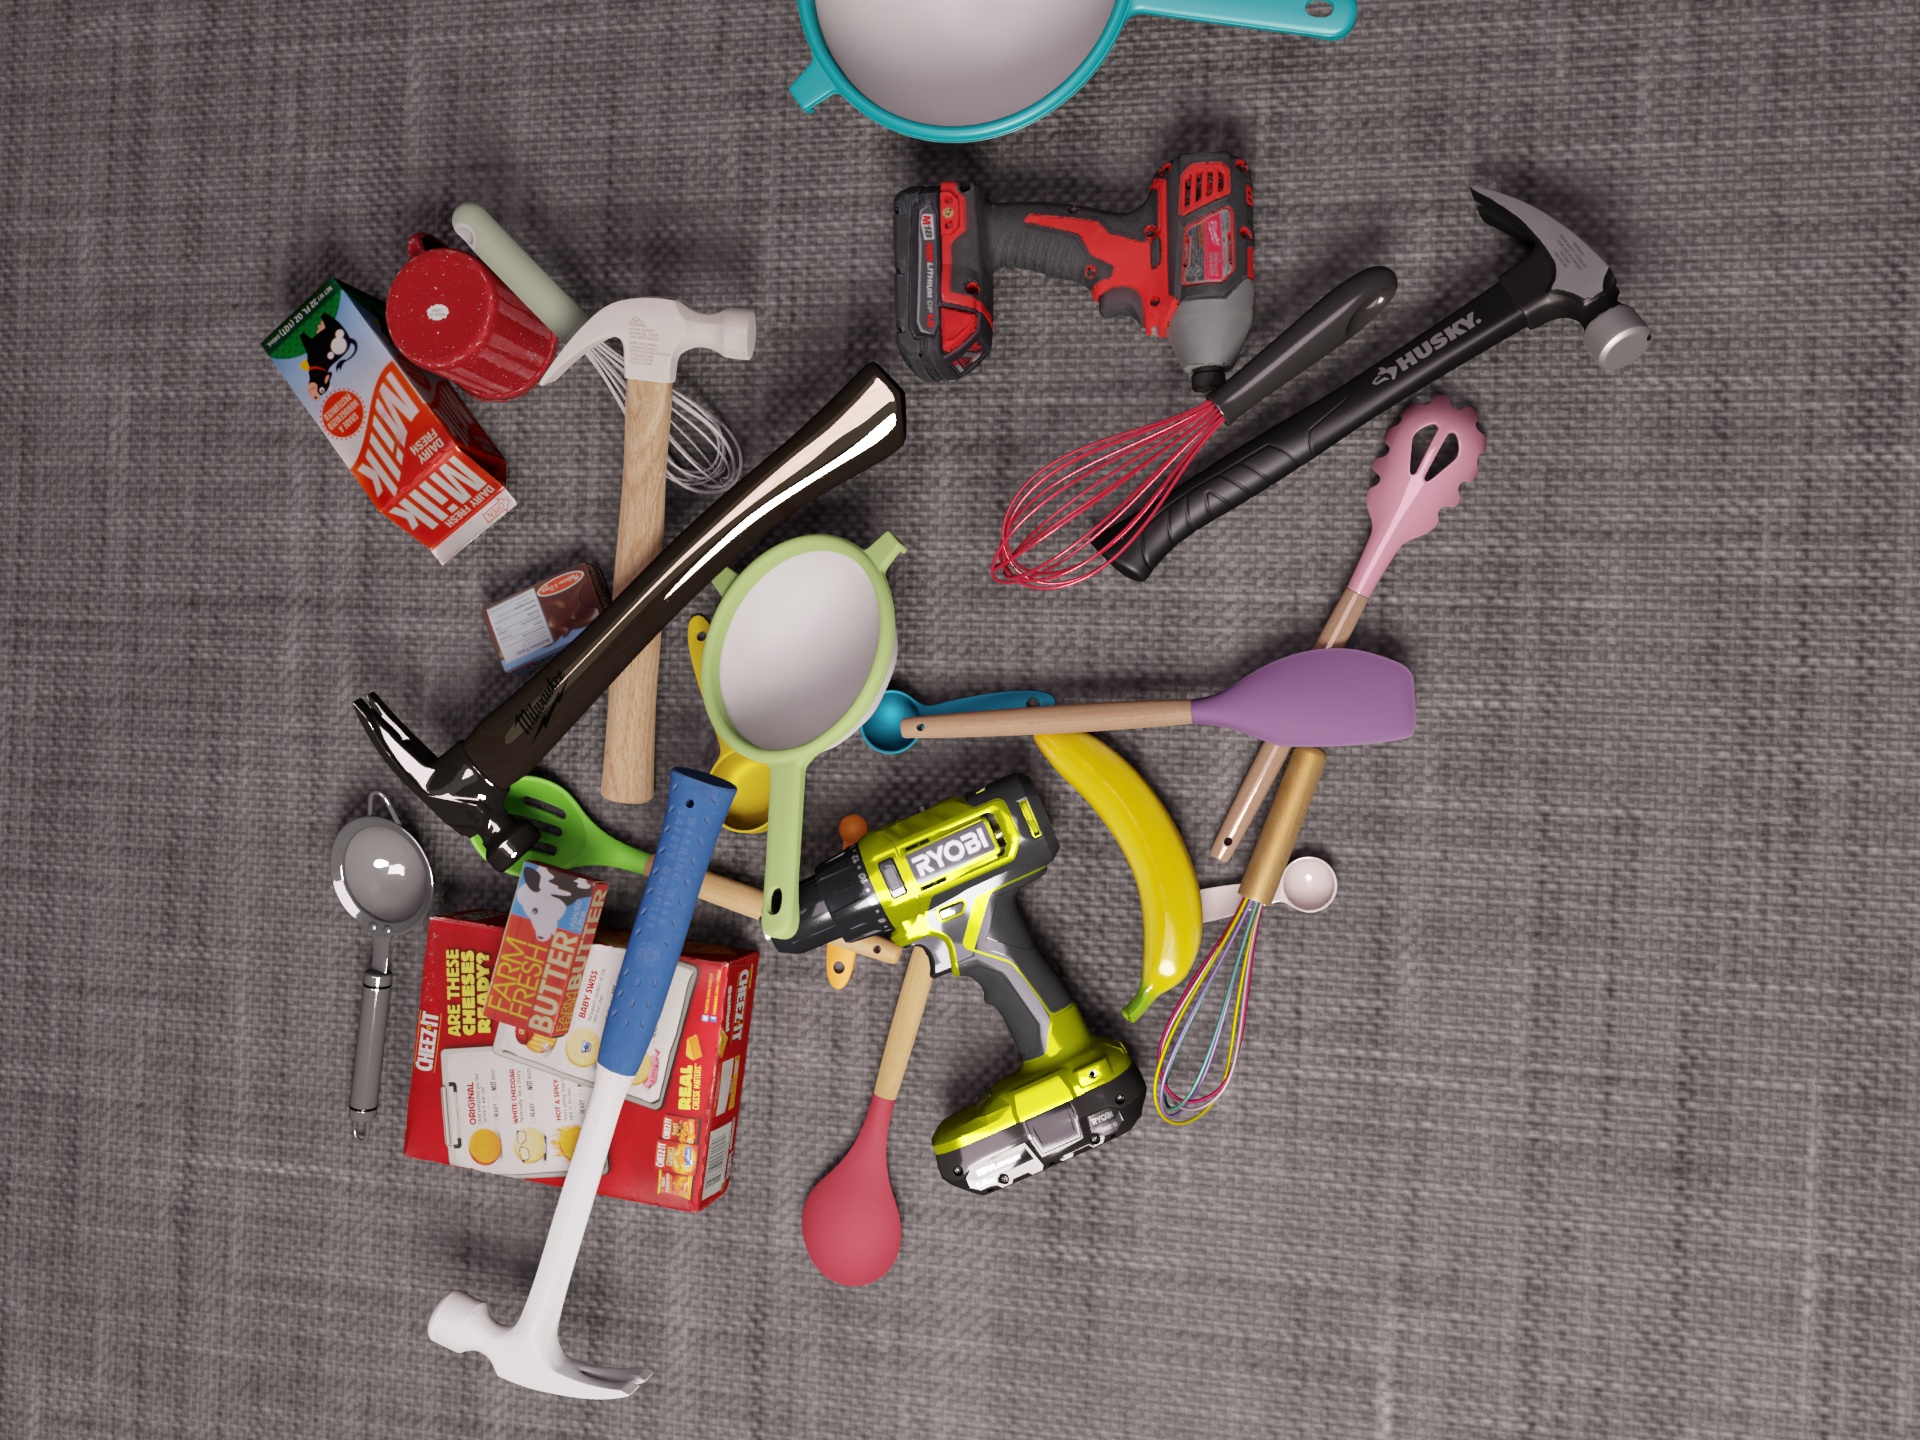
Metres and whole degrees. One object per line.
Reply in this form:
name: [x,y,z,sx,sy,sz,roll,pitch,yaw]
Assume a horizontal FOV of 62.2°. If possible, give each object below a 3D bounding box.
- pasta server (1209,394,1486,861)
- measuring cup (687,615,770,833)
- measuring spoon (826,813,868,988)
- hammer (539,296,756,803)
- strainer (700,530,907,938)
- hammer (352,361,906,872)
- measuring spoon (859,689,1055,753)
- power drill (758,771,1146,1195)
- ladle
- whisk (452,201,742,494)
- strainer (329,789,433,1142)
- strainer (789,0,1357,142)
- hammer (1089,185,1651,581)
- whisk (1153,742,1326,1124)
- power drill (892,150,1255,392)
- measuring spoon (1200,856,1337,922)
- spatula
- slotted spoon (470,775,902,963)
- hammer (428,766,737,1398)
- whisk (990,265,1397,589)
pasta server: [0.232,-0.054,0.981,0.060,0.040,0.316,28,99,11]
measuring cup: [-0.153,0.002,1.068,0.062,0.029,0.157,-22,73,11]
measuring spoon: [-0.077,0.120,1.051,0.021,0.011,0.117,6,91,12]
hammer: [-0.211,-0.106,1.034,0.130,0.031,0.331,7,105,1]
strainer: [-0.091,0.012,1.004,0.151,0.069,0.256,-8,72,32]
hammer: [-0.201,-0.083,1.006,0.410,0.038,0.146,-41,98,12]
measuring spoon: [-0.002,-0.003,1.038,0.128,0.021,0.042,-7,83,3]
power drill: [-0.002,0.168,0.988,0.190,0.080,0.228,-24,86,0]
ladle: [-0.041,0.220,1.037,0.069,0.031,0.315,16,91,12]
whisk: [-0.237,-0.243,1.042,0.246,0.058,0.059,46,58,-11]
strainer: [-0.406,0.171,1.110,0.087,0.050,0.258,12,98,18]
strainer: [0.072,-0.444,0.984,0.340,0.095,0.211,12,95,10]
hammer: [0.224,-0.188,0.961,0.335,0.035,0.146,-31,57,17]
whisk: [0.173,0.131,0.970,0.047,0.051,0.245,22,88,1]
power drill: [0.073,-0.271,0.993,0.219,0.078,0.143,-2,90,9]
measuring spoon: [0.175,0.112,0.999,0.124,0.018,0.034,-14,79,19]
spatula: [0.117,-0.006,0.982,0.316,0.018,0.060,-4,87,12]
slotted spoon: [-0.186,0.107,1.065,0.314,0.031,0.070,18,94,12]
hammer: [-0.212,0.229,0.992,0.144,0.035,0.405,19,96,13]
whisk: [0.138,-0.173,0.952,0.296,0.073,0.073,-37,82,7]
